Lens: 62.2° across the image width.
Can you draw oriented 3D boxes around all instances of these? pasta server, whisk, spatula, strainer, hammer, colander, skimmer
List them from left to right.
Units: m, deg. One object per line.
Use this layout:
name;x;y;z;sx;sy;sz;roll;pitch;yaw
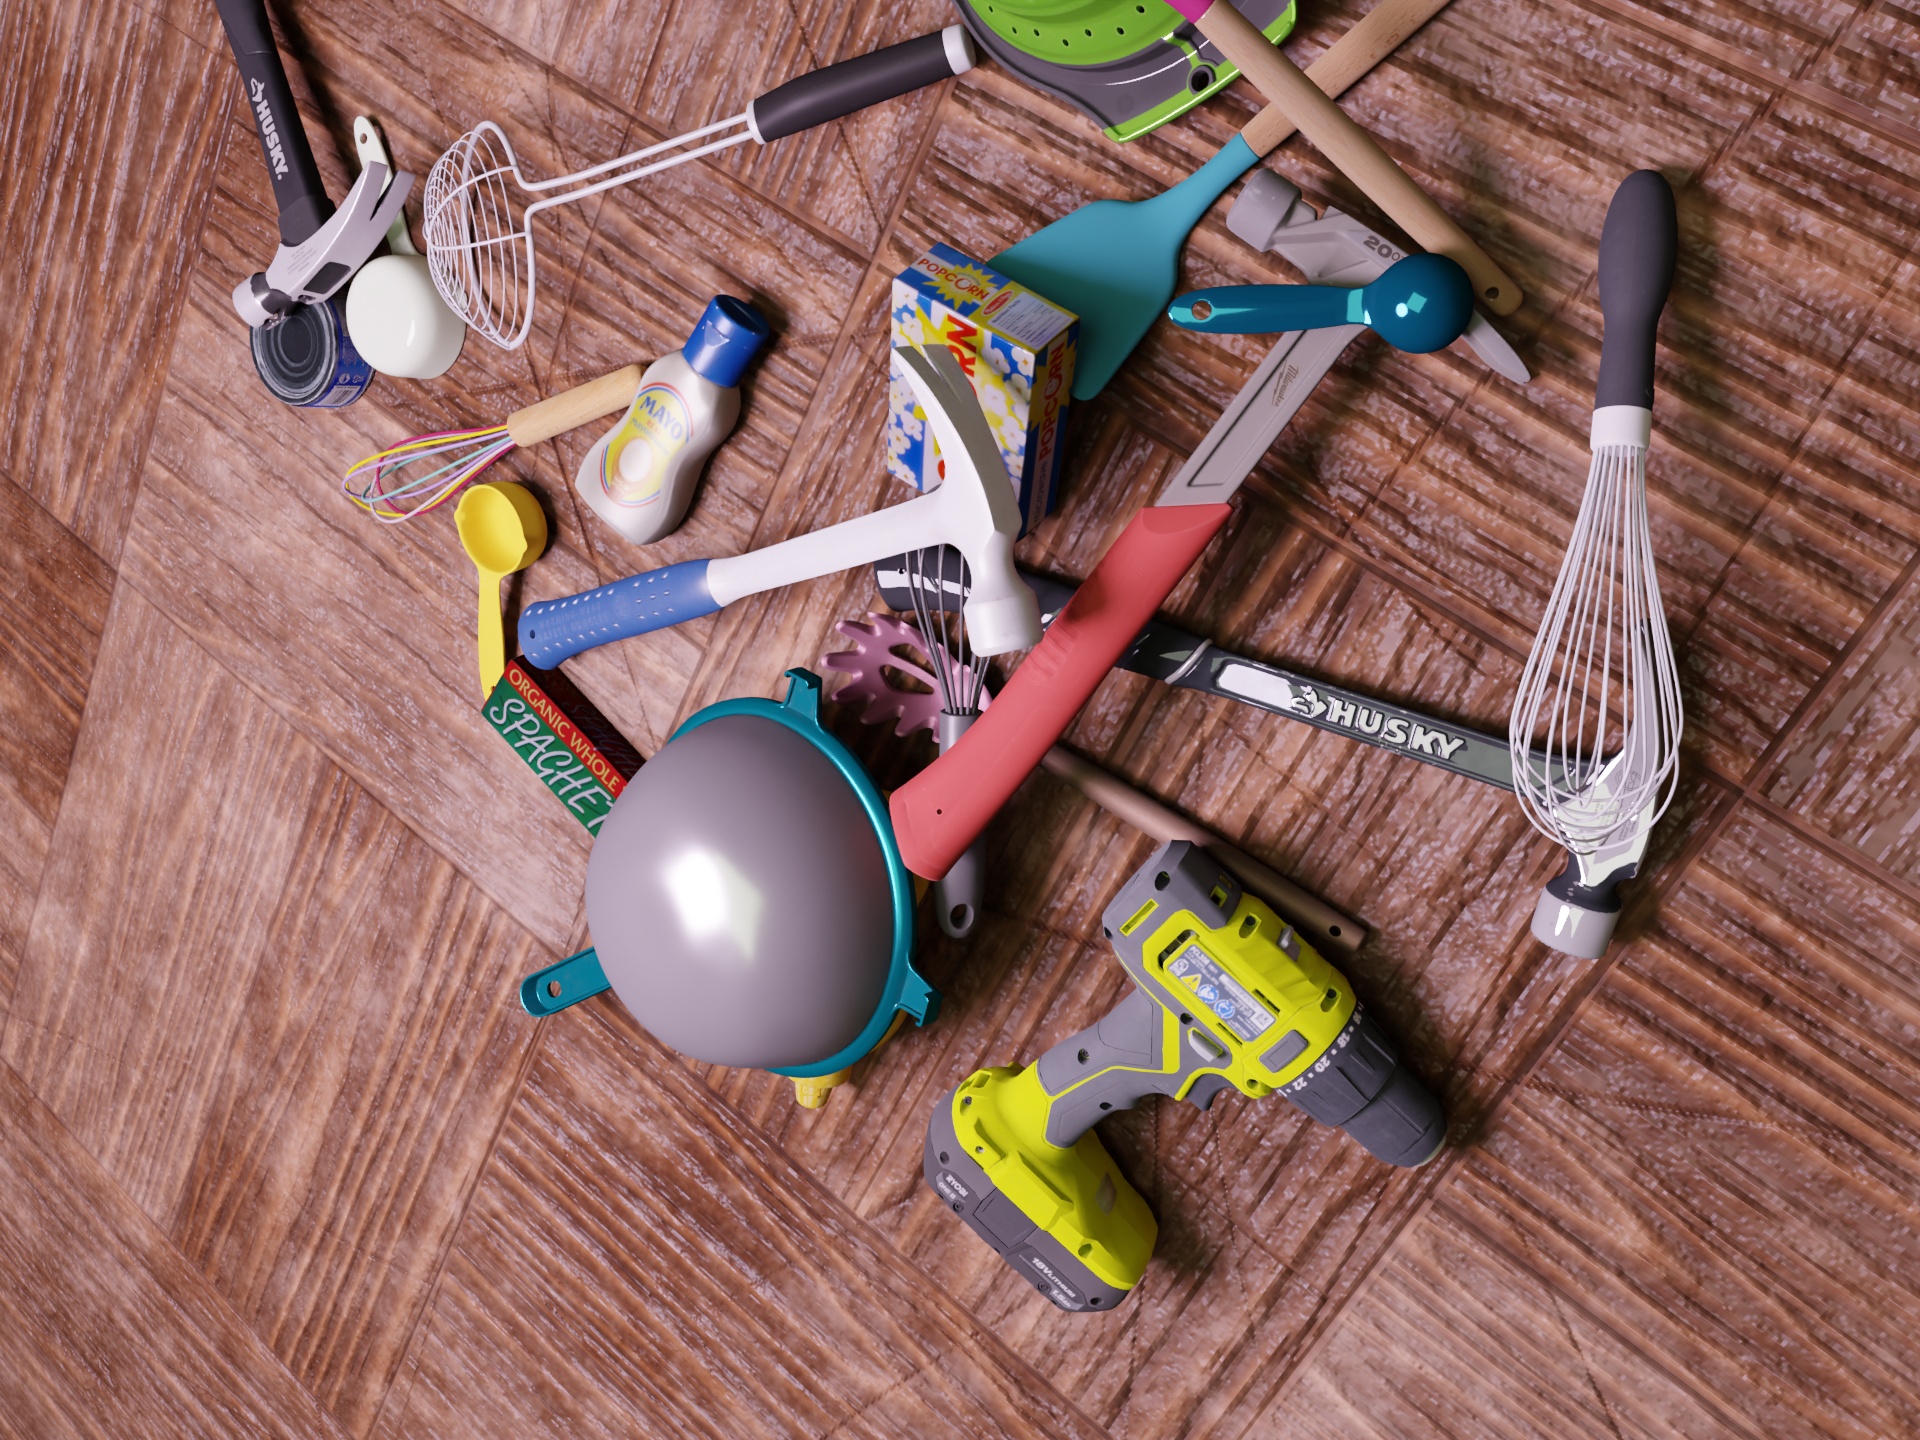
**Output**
hammer;-0.440;-0.428;0.997;0.146;0.035;0.335;-24;81;28
whisk;-0.285;-0.171;0.981;0.245;0.051;0.047;-14;113;27
strainer;-0.175;0.120;0.876;0.340;0.095;0.211;-27;81;38
skimmer;-0.153;-0.306;0.882;0.363;0.090;0.127;-11;91;20
hammer;-0.122;-0.081;0.843;0.405;0.035;0.144;-9;95;46
whisk;-0.002;-0.002;0.806;0.055;0.055;0.239;7;105;28
colander;0.013;-0.456;0.691;0.204;0.094;0.397;-23;90;39
pasta server;0.065;0.033;0.820;0.316;0.040;0.060;31;108;20
hammer;0.090;-0.063;0.738;0.149;0.037;0.359;38;105;5
hammer;0.130;-0.027;0.774;0.409;0.036;0.149;21;108;25
spatula;0.150;-0.273;0.710;0.317;0.044;0.082;-37;96;28
whisk;0.268;-0.086;0.650;0.070;0.070;0.284;5;86;28

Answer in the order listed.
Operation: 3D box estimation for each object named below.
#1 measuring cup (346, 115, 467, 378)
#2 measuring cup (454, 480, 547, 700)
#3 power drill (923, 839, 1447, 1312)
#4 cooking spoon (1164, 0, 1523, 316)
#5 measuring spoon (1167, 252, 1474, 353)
measuring cup;-0.363;-0.297;0.995;0.083;0.038;0.167;-13;95;31
measuring cup;-0.289;-0.078;1.011;0.062;0.029;0.156;23;122;24
power drill;0.107;0.195;0.801;0.190;0.080;0.228;43;116;3
cooking spoon;0.120;-0.275;0.656;0.318;0.017;0.068;38;125;-14
measuring spoon;0.152;-0.176;0.675;0.128;0.021;0.042;1;99;11
